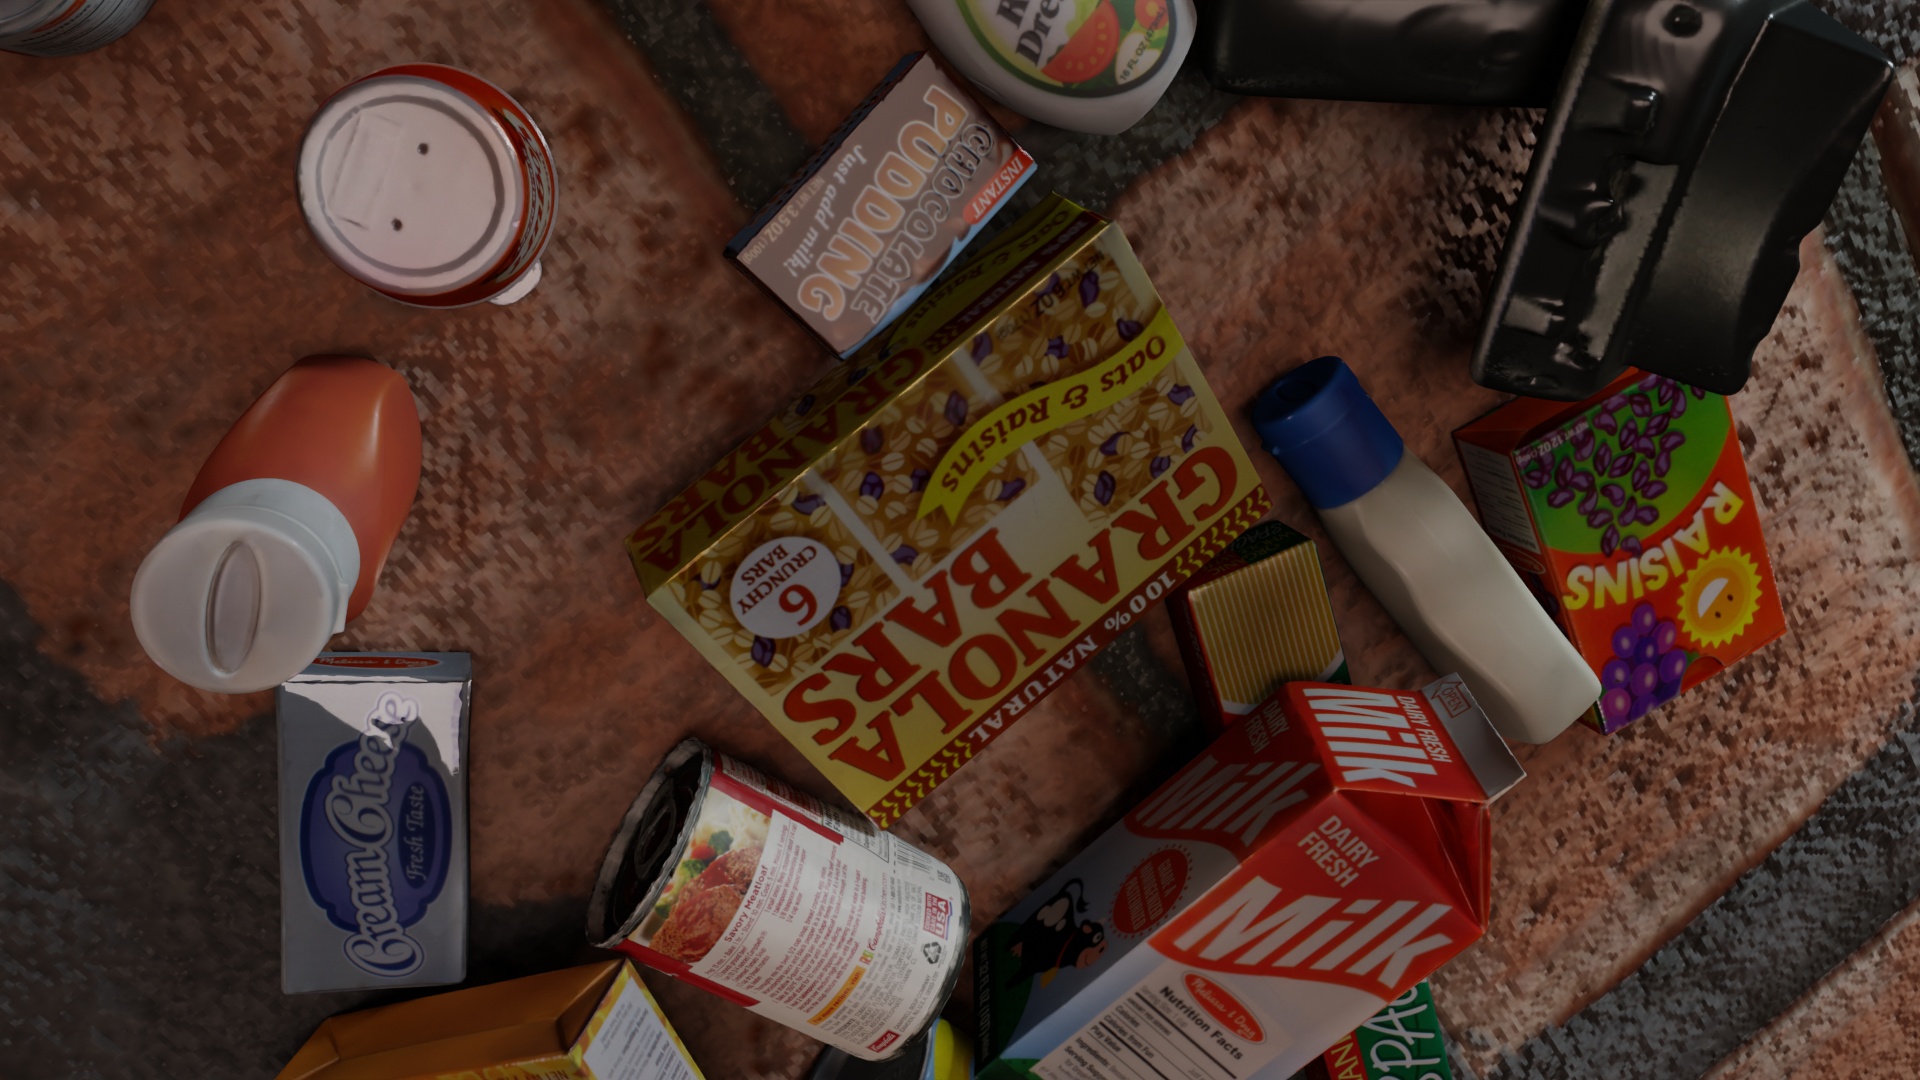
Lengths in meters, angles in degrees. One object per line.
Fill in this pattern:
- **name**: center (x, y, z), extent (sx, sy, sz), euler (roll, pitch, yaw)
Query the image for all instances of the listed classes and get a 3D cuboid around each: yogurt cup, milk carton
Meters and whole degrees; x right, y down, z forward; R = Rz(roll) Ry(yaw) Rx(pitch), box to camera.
- **yogurt cup**: center (-0.143, -0.094, 0.371), extent (0.072, 0.054, 0.072), euler (-3, 104, -14)
- **milk carton**: center (0.096, 0.117, 0.453), extent (0.190, 0.072, 0.073), euler (-43, 104, 15)

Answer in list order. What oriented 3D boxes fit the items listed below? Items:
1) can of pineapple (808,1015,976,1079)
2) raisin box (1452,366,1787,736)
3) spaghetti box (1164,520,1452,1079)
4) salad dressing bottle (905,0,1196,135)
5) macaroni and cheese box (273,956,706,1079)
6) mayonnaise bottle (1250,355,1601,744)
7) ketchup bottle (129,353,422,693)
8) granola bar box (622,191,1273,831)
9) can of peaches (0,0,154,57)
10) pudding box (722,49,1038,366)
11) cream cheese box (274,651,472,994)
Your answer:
- **can of pineapple**: center (-0.014, 0.200, 0.472), extent (0.058, 0.071, 0.071), euler (42, 91, -21)
- **raisin box**: center (0.243, -0.002, 0.507), extent (0.086, 0.040, 0.123), euler (-29, 110, -8)
- **spaghetti box**: center (0.132, 0.115, 0.512), extent (0.050, 0.029, 0.249), euler (-22, 108, -8)
- **salad dressing bottle**: center (-0.003, -0.173, 0.395), extent (0.147, 0.044, 0.064), euler (28, 96, -20)
- **macaroni and cheese box**: center (-0.121, 0.215, 0.434), extent (0.123, 0.040, 0.166), euler (-17, 110, 22)
- **mayonnaise bottle**: center (0.156, 0.003, 0.475), extent (0.041, 0.065, 0.148), euler (-41, 107, 1)
- **ketchup bottle**: center (-0.160, -0.005, 0.338), extent (0.043, 0.149, 0.064), euler (9, 102, -18)
- **granola bar box**: center (0.002, -0.005, 0.426), extent (0.165, 0.039, 0.124), euler (-39, 126, -3)
- **can of peaches**: center (-0.233, -0.153, 0.329), extent (0.071, 0.058, 0.071), euler (-4, 105, -14)
- **pudding box**: center (-0.024, -0.098, 0.415), extent (0.083, 0.030, 0.049), euler (-47, 111, 0)
- **cream cheese box**: center (-0.177, 0.086, 0.423), extent (0.053, 0.024, 0.103), euler (2, 103, -15)
